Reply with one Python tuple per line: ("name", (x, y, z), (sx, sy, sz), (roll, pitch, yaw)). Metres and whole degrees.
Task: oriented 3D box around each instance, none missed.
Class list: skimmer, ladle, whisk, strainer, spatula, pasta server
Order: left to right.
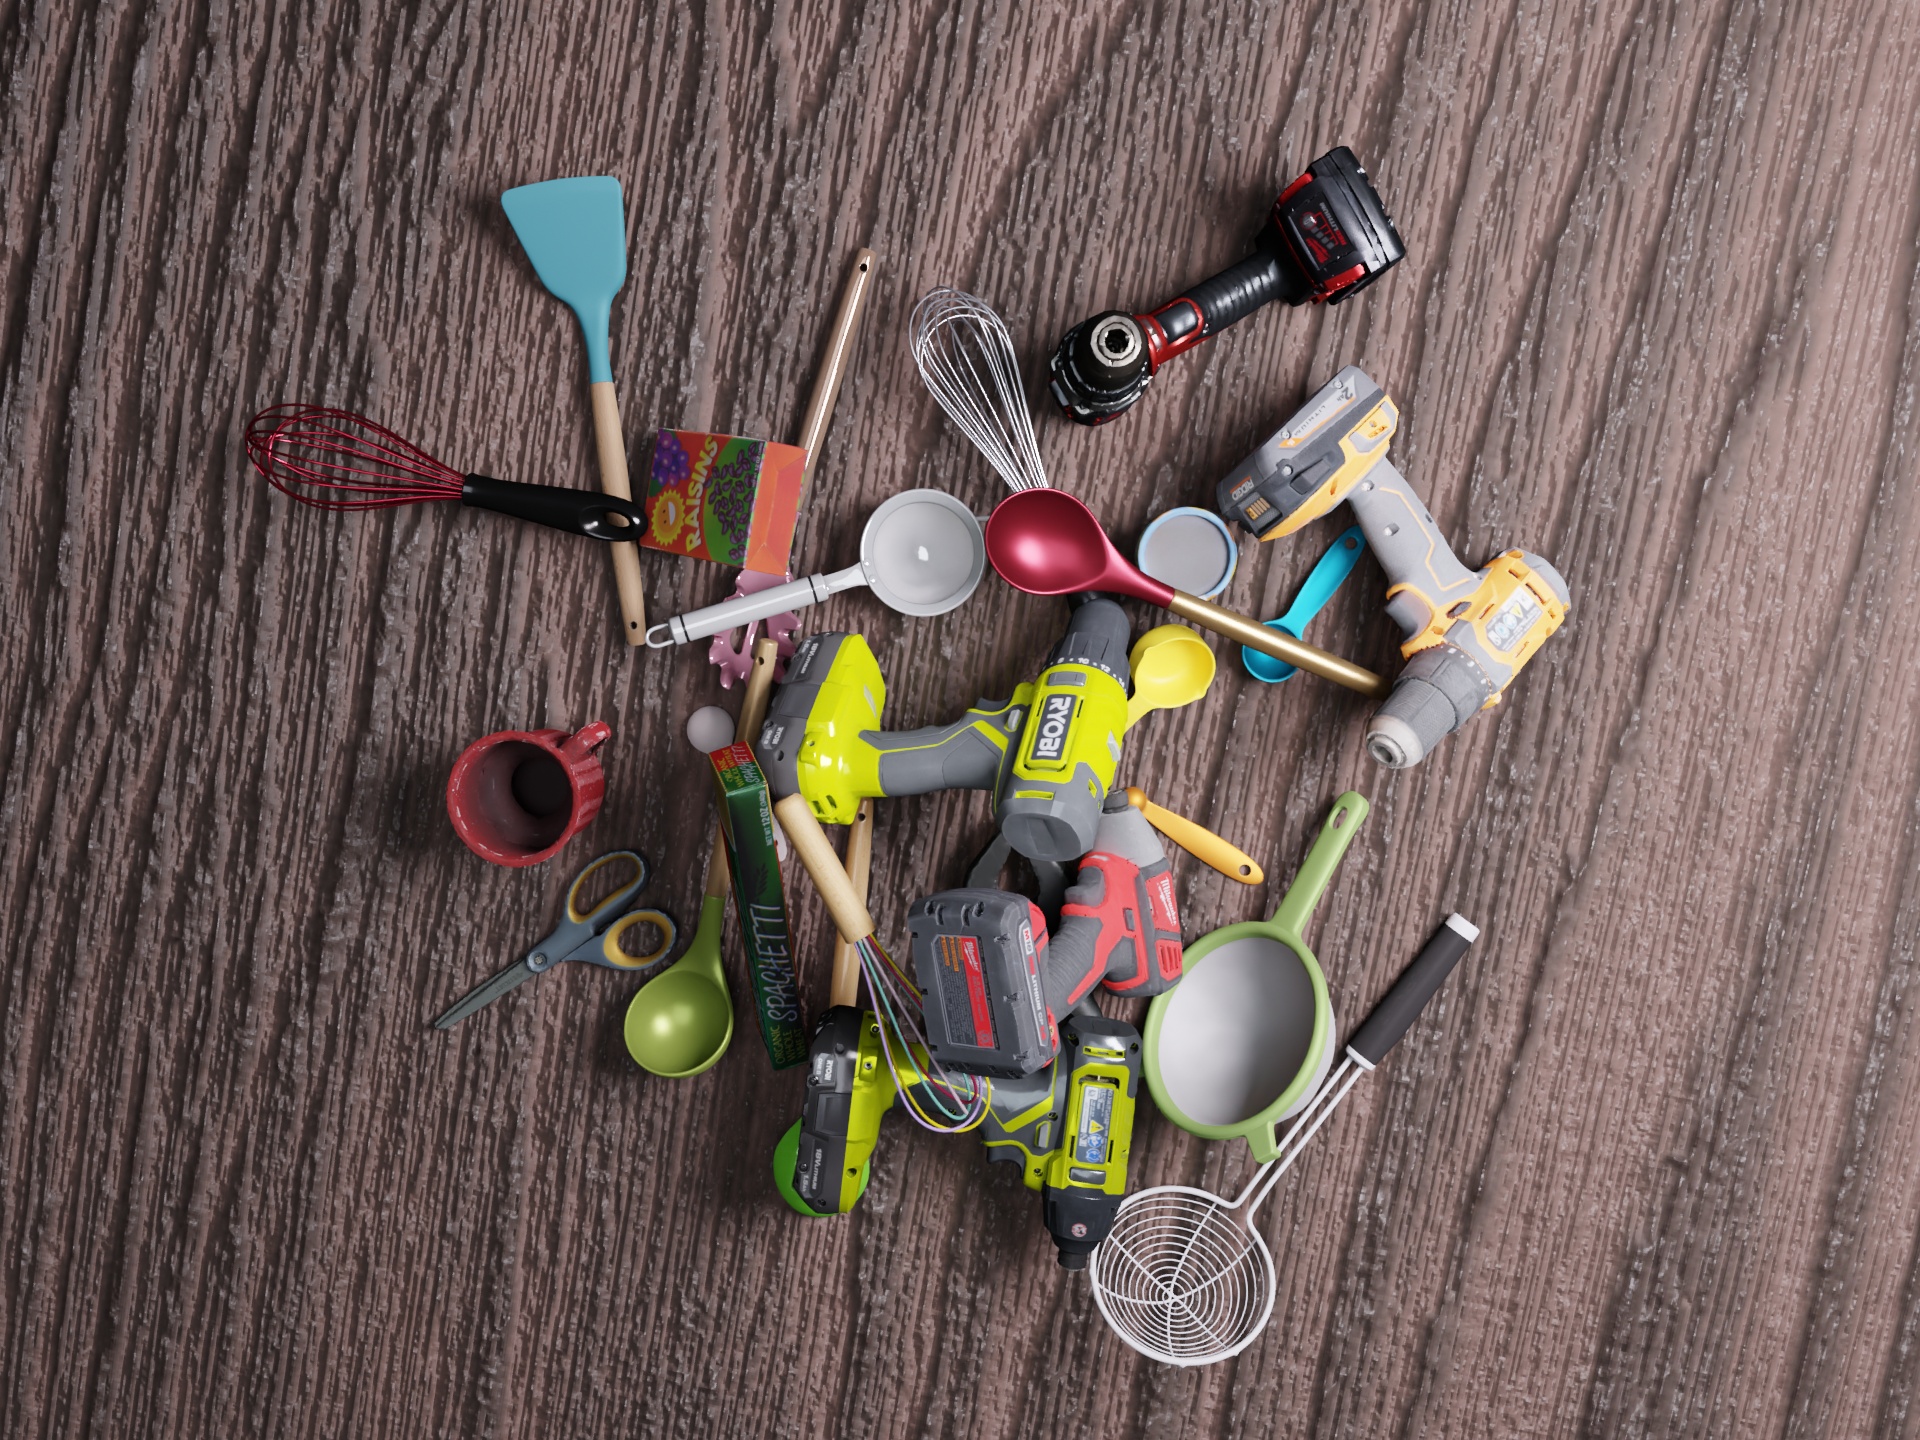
("whisk", (-0.358, -0.164, 1.099), (0.296, 0.073, 0.073), (12, 96, 5))
("spatula", (-0.250, -0.209, 1.104), (0.082, 0.044, 0.317), (-7, 96, 1))
("ladle", (-0.170, 0.099, 1.099), (0.078, 0.062, 0.320), (18, 105, 15))
("pasta server", (-0.109, -0.172, 1.100), (0.060, 0.040, 0.316), (16, 95, -16))
("strainer", (-0.090, -0.094, 1.081), (0.258, 0.050, 0.087), (-18, 91, -7))
("whisk", (-0.049, 0.154, 1.014), (0.047, 0.051, 0.245), (-24, 96, 38))
("whisk", (0.045, -0.163, 1.083), (0.070, 0.070, 0.284), (-26, 98, 6))
("ladle", (0.160, -0.071, 1.037), (0.315, 0.031, 0.069), (22, 103, -9))
("strainer", (0.226, 0.172, 1.089), (0.069, 0.152, 0.256), (34, 82, -35))
("skimmer", (0.231, 0.278, 1.090), (0.127, 0.090, 0.363), (39, 96, 29))

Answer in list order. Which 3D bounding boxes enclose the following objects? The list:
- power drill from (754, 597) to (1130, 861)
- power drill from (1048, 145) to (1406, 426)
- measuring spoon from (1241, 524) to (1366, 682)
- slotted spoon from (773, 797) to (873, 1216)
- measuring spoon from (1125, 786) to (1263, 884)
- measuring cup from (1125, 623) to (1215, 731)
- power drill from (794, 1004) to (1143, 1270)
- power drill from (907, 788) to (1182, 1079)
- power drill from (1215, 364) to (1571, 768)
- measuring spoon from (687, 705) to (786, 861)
("power drill", (-0.002, -0.003, 1.042), (0.228, 0.191, 0.080), (1, 140, 21))
("power drill", (0.158, -0.264, 1.000), (0.226, 0.188, 0.080), (-30, 93, 2))
("measuring spoon", (0.239, -0.081, 1.096), (0.042, 0.021, 0.128), (37, 88, 1))
("slotted spoon", (-0.087, 0.209, 1.140), (0.070, 0.031, 0.314), (7, 94, 1))
("measuring spoon", (0.162, 0.082, 1.116), (0.117, 0.011, 0.021), (32, 97, 1))
("measuring cup", (0.109, -0.008, 1.105), (0.062, 0.029, 0.156), (36, 113, -31))
("power drill", (0.004, 0.282, 1.088), (0.223, 0.080, 0.171), (7, 95, 0))
("power drill", (0.067, 0.134, 1.034), (0.078, 0.219, 0.143), (-3, 100, 39))
("power drill", (0.269, -0.094, 1.028), (0.226, 0.084, 0.185), (47, 65, -2))
("measuring spoon", (-0.157, 0.047, 1.133), (0.034, 0.018, 0.124), (-28, 93, 6))
